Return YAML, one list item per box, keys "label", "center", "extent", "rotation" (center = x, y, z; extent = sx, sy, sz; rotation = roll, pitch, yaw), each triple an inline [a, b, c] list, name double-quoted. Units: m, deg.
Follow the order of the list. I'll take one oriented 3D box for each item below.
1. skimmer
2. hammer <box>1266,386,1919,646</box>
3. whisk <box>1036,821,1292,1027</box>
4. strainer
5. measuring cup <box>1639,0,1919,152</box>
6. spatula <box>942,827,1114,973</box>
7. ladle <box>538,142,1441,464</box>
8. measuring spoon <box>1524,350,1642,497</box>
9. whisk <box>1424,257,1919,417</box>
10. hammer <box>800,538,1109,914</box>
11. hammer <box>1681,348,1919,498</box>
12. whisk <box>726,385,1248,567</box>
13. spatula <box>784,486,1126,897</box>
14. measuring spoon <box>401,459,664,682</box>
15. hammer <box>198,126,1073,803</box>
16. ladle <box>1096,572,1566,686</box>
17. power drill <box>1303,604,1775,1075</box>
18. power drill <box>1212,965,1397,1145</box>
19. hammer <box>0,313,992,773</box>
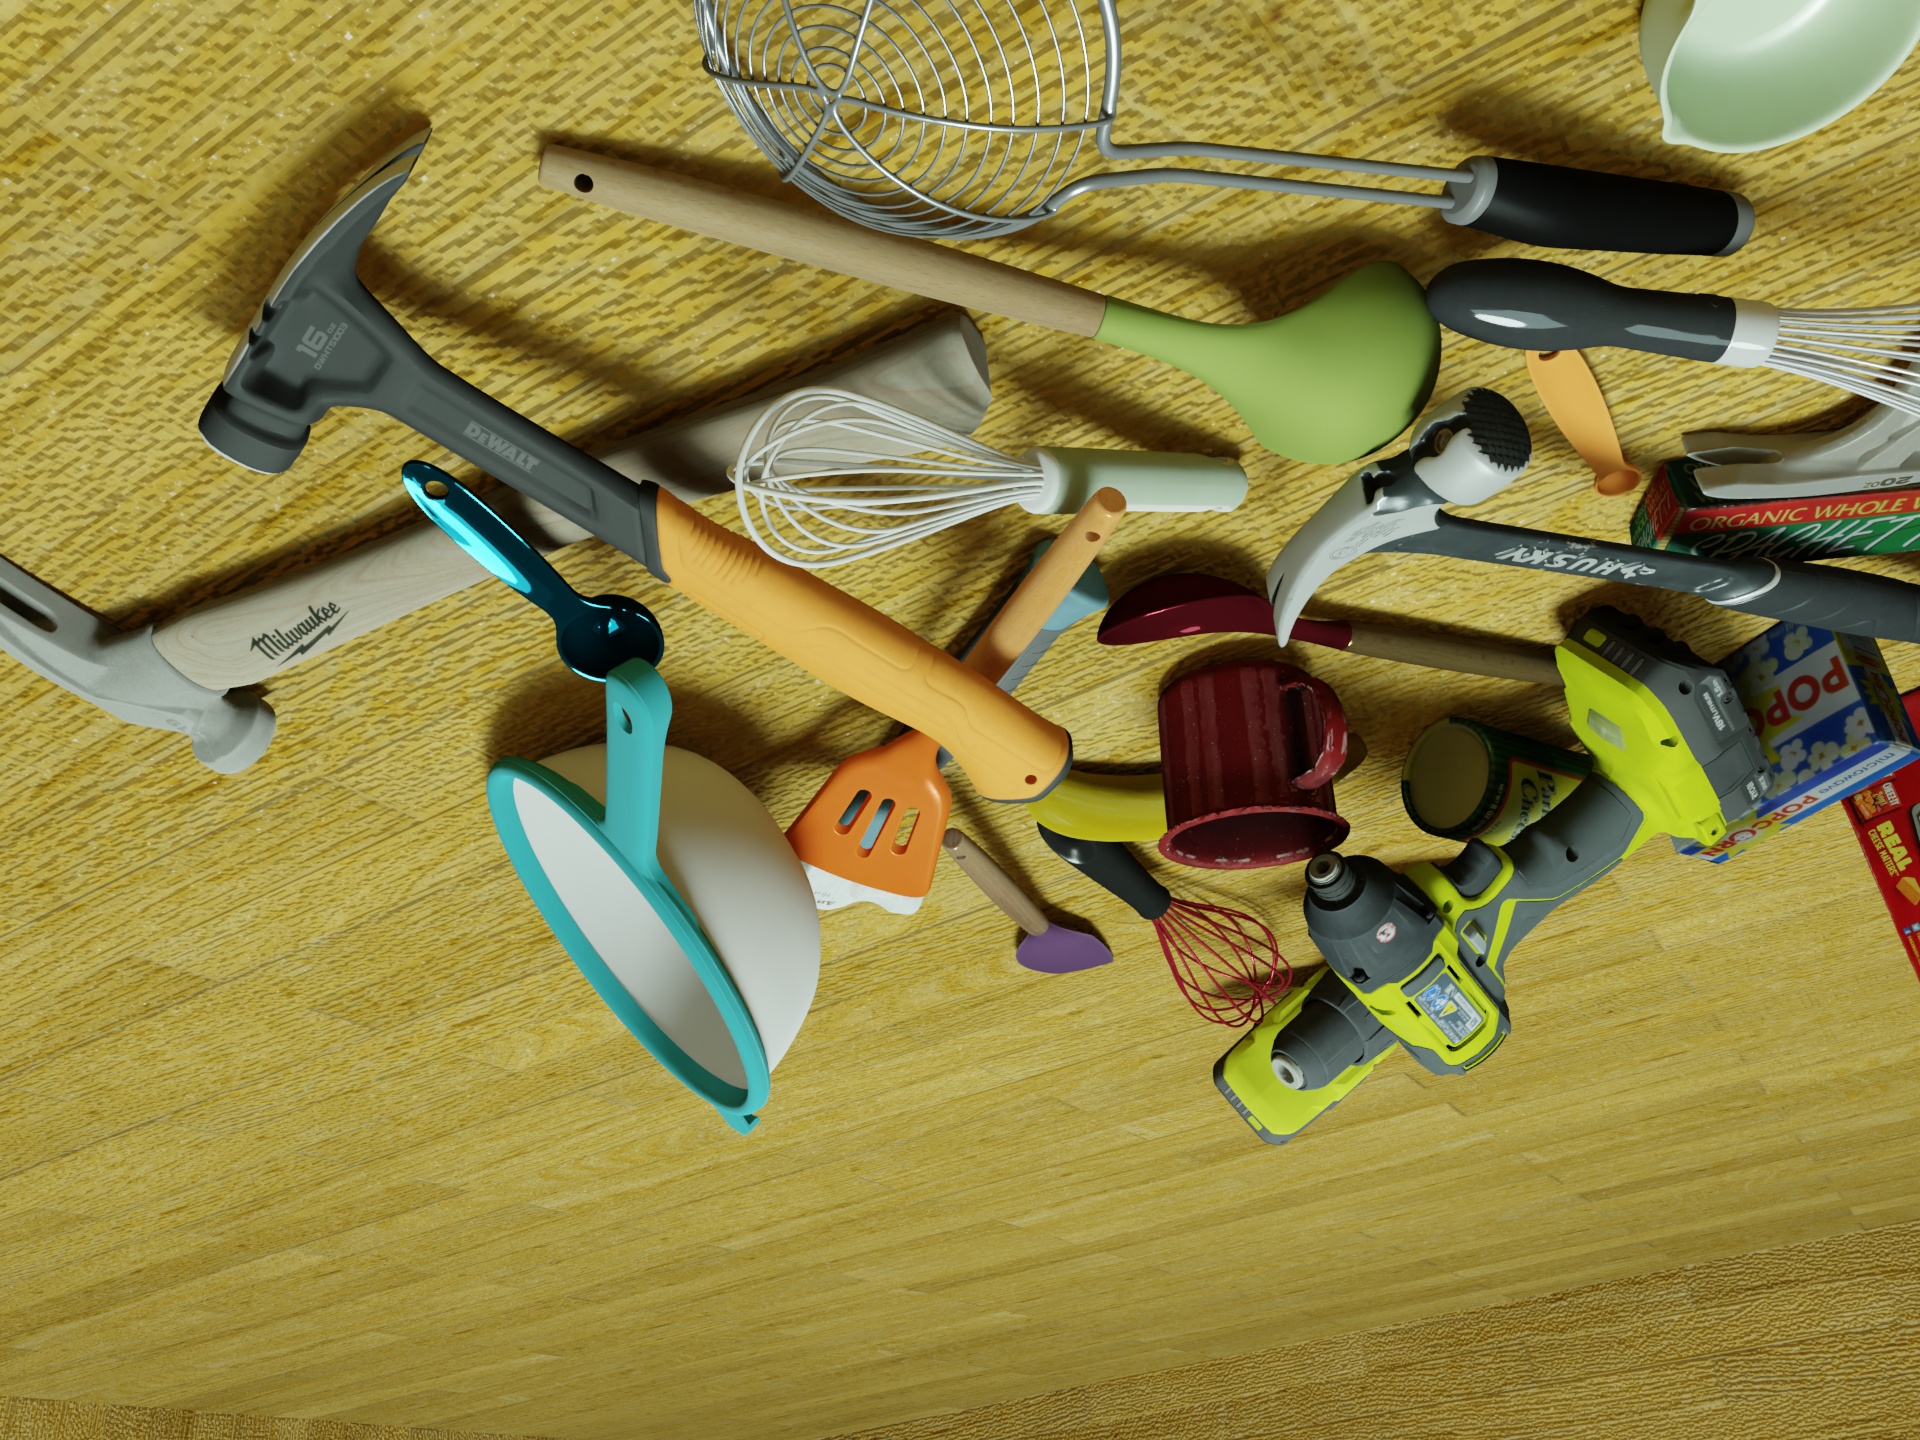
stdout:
- label: "skimmer"
  center: [0.101, -0.192, 0.490]
  extent: [0.363, 0.090, 0.127]
  rotation: [-3, 156, -26]
- label: "hammer"
  center: [0.315, -0.058, 0.680]
  extent: [0.408, 0.036, 0.149]
  rotation: [5, 157, -26]
- label: "whisk"
  center: [0.129, 0.122, 0.990]
  extent: [0.073, 0.073, 0.295]
  rotation: [-23, 139, 25]
- label: "strainer"
  center: [-0.124, 0.052, 0.738]
  extent: [0.095, 0.211, 0.340]
  rotation: [-36, 162, -28]
- label: "measuring cup"
  center: [0.208, -0.226, 0.448]
  extent: [0.167, 0.038, 0.083]
  rotation: [22, 139, -35]
- label: "spatula"
  center: [0.039, 0.119, 0.975]
  extent: [0.060, 0.018, 0.315]
  rotation: [-14, 155, 12]
- label: "ladle"
  center: [0.021, -0.150, 0.542]
  extent: [0.320, 0.062, 0.078]
  rotation: [11, 129, -15]
- label: "measuring spoon"
  center: [0.253, -0.126, 0.649]
  extent: [0.021, 0.011, 0.116]
  rotation: [-23, 142, 28]
- label: "whisk"
  center: [0.300, -0.130, 0.549]
  extent: [0.284, 0.070, 0.070]
  rotation: [7, 148, -2]
- label: "hammer"
  center: [-0.019, 0.016, 0.807]
  extent: [0.128, 0.033, 0.331]
  rotation: [8, 146, -25]
- label: "hammer"
  center: [0.374, -0.199, 0.523]
  extent: [0.149, 0.037, 0.358]
  rotation: [-6, 149, -1]
- label: "whisk"
  center: [0.022, -0.087, 0.579]
  extent: [0.246, 0.059, 0.058]
  rotation: [-6, -165, -41]
- label: "spatula"
  center: [-0.001, -0.002, 0.685]
  extent: [0.081, 0.041, 0.322]
  rotation: [21, 150, -10]
- label: "measuring spoon"
  center: [-0.162, -0.061, 0.607]
  extent: [0.042, 0.021, 0.128]
  rotation: [-27, 132, 19]
- label: "hammer"
  center: [-0.084, -0.061, 0.572]
  extent: [0.336, 0.034, 0.127]
  rotation: [31, 122, -27]
- label: "ladle"
  center: [0.206, -0.037, 0.767]
  extent: [0.315, 0.031, 0.069]
  rotation: [7, 164, -24]
- label: "power drill"
  center: [0.275, 0.058, 0.781]
  extent: [0.223, 0.080, 0.171]
  rotation: [-43, 128, 2]
- label: "power drill"
  center: [0.251, 0.203, 1.057]
  extent: [0.190, 0.080, 0.228]
  rotation: [-33, 162, -26]
- label: "hammer"
  center: [-0.185, -0.078, 0.619]
  extent: [0.410, 0.038, 0.146]
  rotation: [-17, 146, 17]
